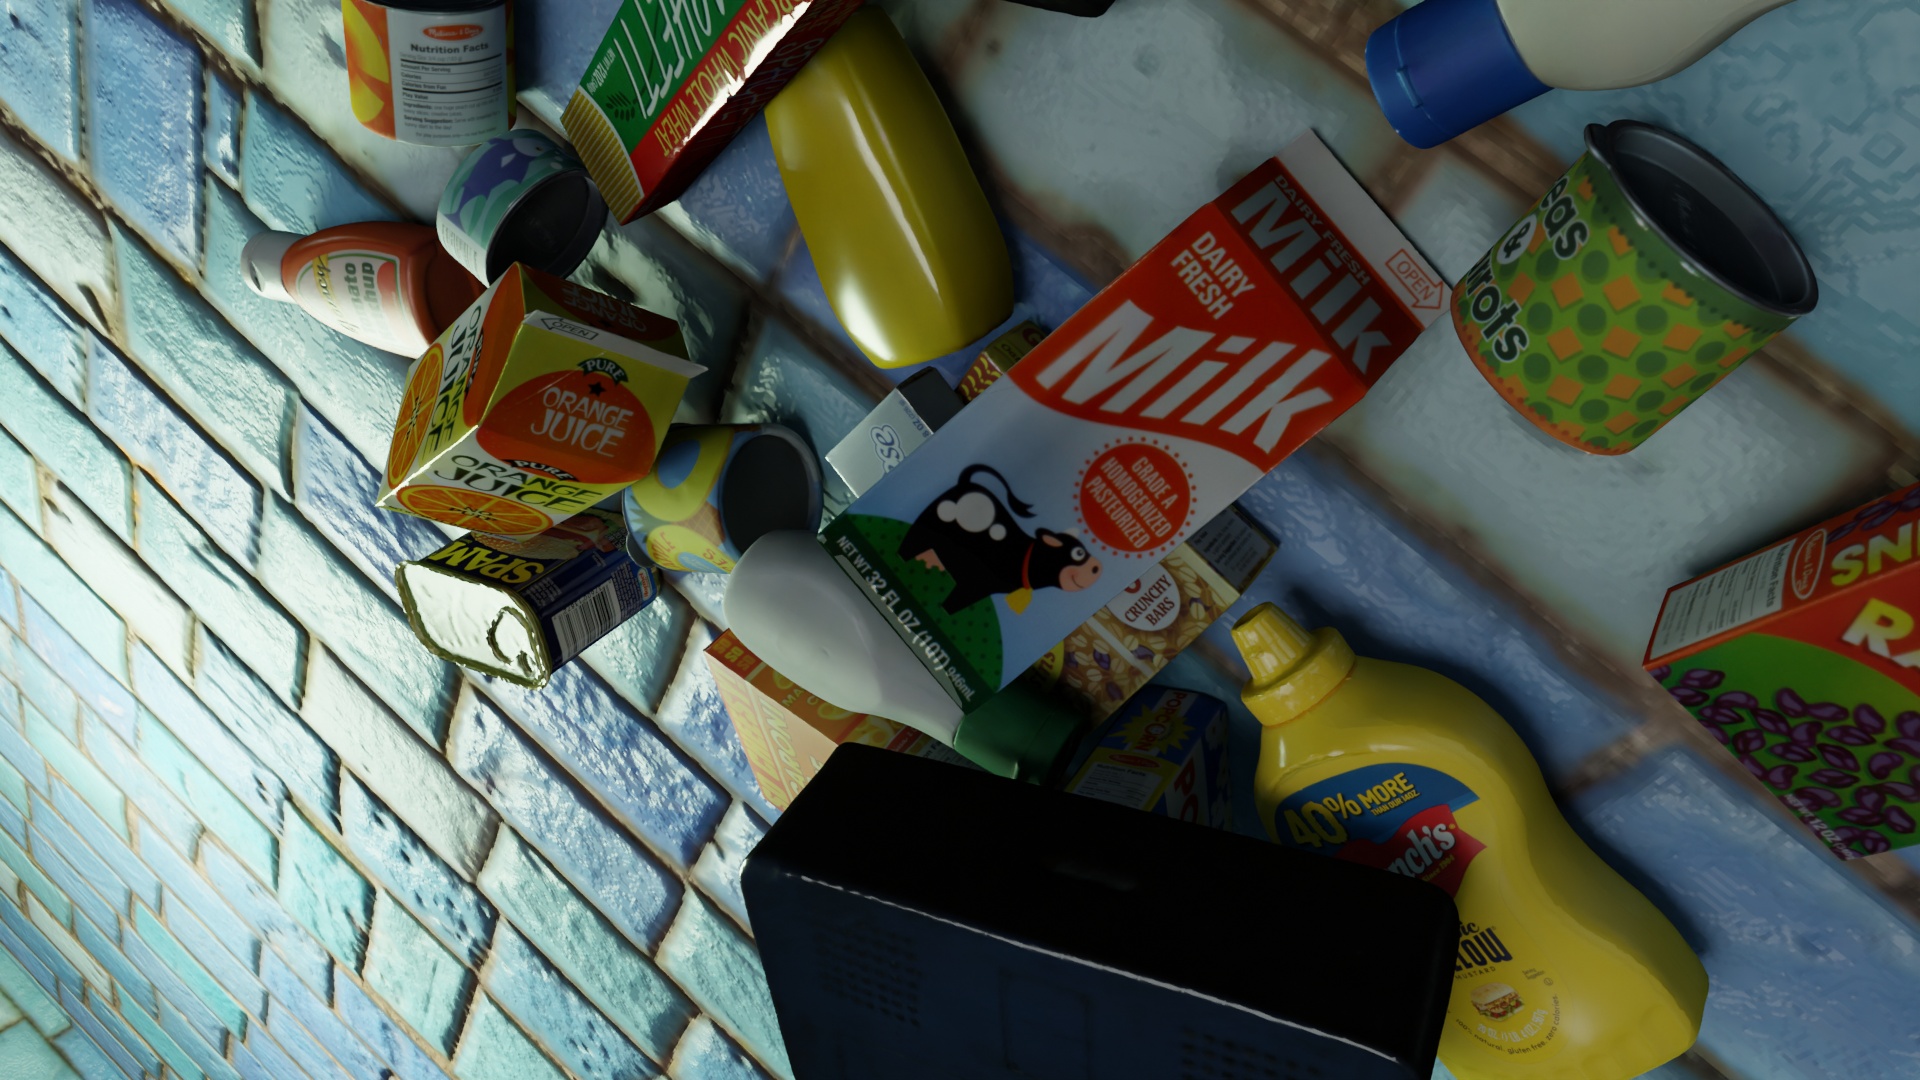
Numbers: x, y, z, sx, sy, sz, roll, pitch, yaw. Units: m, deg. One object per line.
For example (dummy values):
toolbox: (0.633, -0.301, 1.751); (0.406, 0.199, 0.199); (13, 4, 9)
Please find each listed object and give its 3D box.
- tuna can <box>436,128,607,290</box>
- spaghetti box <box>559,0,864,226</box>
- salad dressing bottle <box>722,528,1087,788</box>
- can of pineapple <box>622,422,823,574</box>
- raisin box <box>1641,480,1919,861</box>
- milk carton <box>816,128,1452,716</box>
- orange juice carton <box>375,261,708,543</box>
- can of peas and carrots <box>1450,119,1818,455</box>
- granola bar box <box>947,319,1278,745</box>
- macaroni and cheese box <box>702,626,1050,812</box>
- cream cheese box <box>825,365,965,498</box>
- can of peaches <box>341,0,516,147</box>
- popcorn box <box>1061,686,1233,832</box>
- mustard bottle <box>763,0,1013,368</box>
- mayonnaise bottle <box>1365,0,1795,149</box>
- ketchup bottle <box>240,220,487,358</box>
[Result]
tuna can: (-0.182, -0.139, 0.585); (0.033, 0.071, 0.070); (39, 134, 12)
spaghetti box: (-0.088, -0.160, 0.458); (0.050, 0.029, 0.249); (61, 157, -11)
salad dressing bottle: (-0.023, 0.048, 0.540); (0.148, 0.044, 0.064); (29, 131, 19)
can of pineapple: (-0.102, -0.016, 0.597); (0.058, 0.071, 0.070); (2, 118, 36)
raisin box: (0.258, 0.029, 0.355); (0.086, 0.040, 0.123); (44, 142, -4)
milk carton: (0.055, -0.037, 0.428); (0.190, 0.073, 0.072); (-40, 90, 7)
orange juice carton: (-0.181, -0.057, 0.592); (0.192, 0.072, 0.073); (-17, 61, 52)
can of peas and carrots: (0.170, -0.065, 0.359); (0.071, 0.071, 0.058); (43, 135, 7)
granola bar box: (0.025, 0.014, 0.541); (0.124, 0.039, 0.164); (44, 135, 6)
macaroni and cheese box: (-0.031, 0.111, 0.611); (0.167, 0.040, 0.123); (30, 148, 31)
cream cheese box: (0.002, -0.006, 0.499); (0.104, 0.024, 0.053); (52, 137, -1)
can of peaches: (-0.217, -0.203, 0.570); (0.071, 0.071, 0.057); (29, 132, 19)
popcorn box: (0.075, 0.133, 0.546); (0.038, 0.085, 0.126); (8, 122, 30)
mustard bottle: (-0.034, -0.141, 0.480); (0.065, 0.049, 0.159); (-6, 113, 44)
mayonnaise bottle: (0.170, -0.142, 0.330); (0.147, 0.041, 0.064); (-20, 102, 44)
ketchup bottle: (-0.301, -0.130, 0.695); (0.149, 0.044, 0.064); (14, 125, 31)
